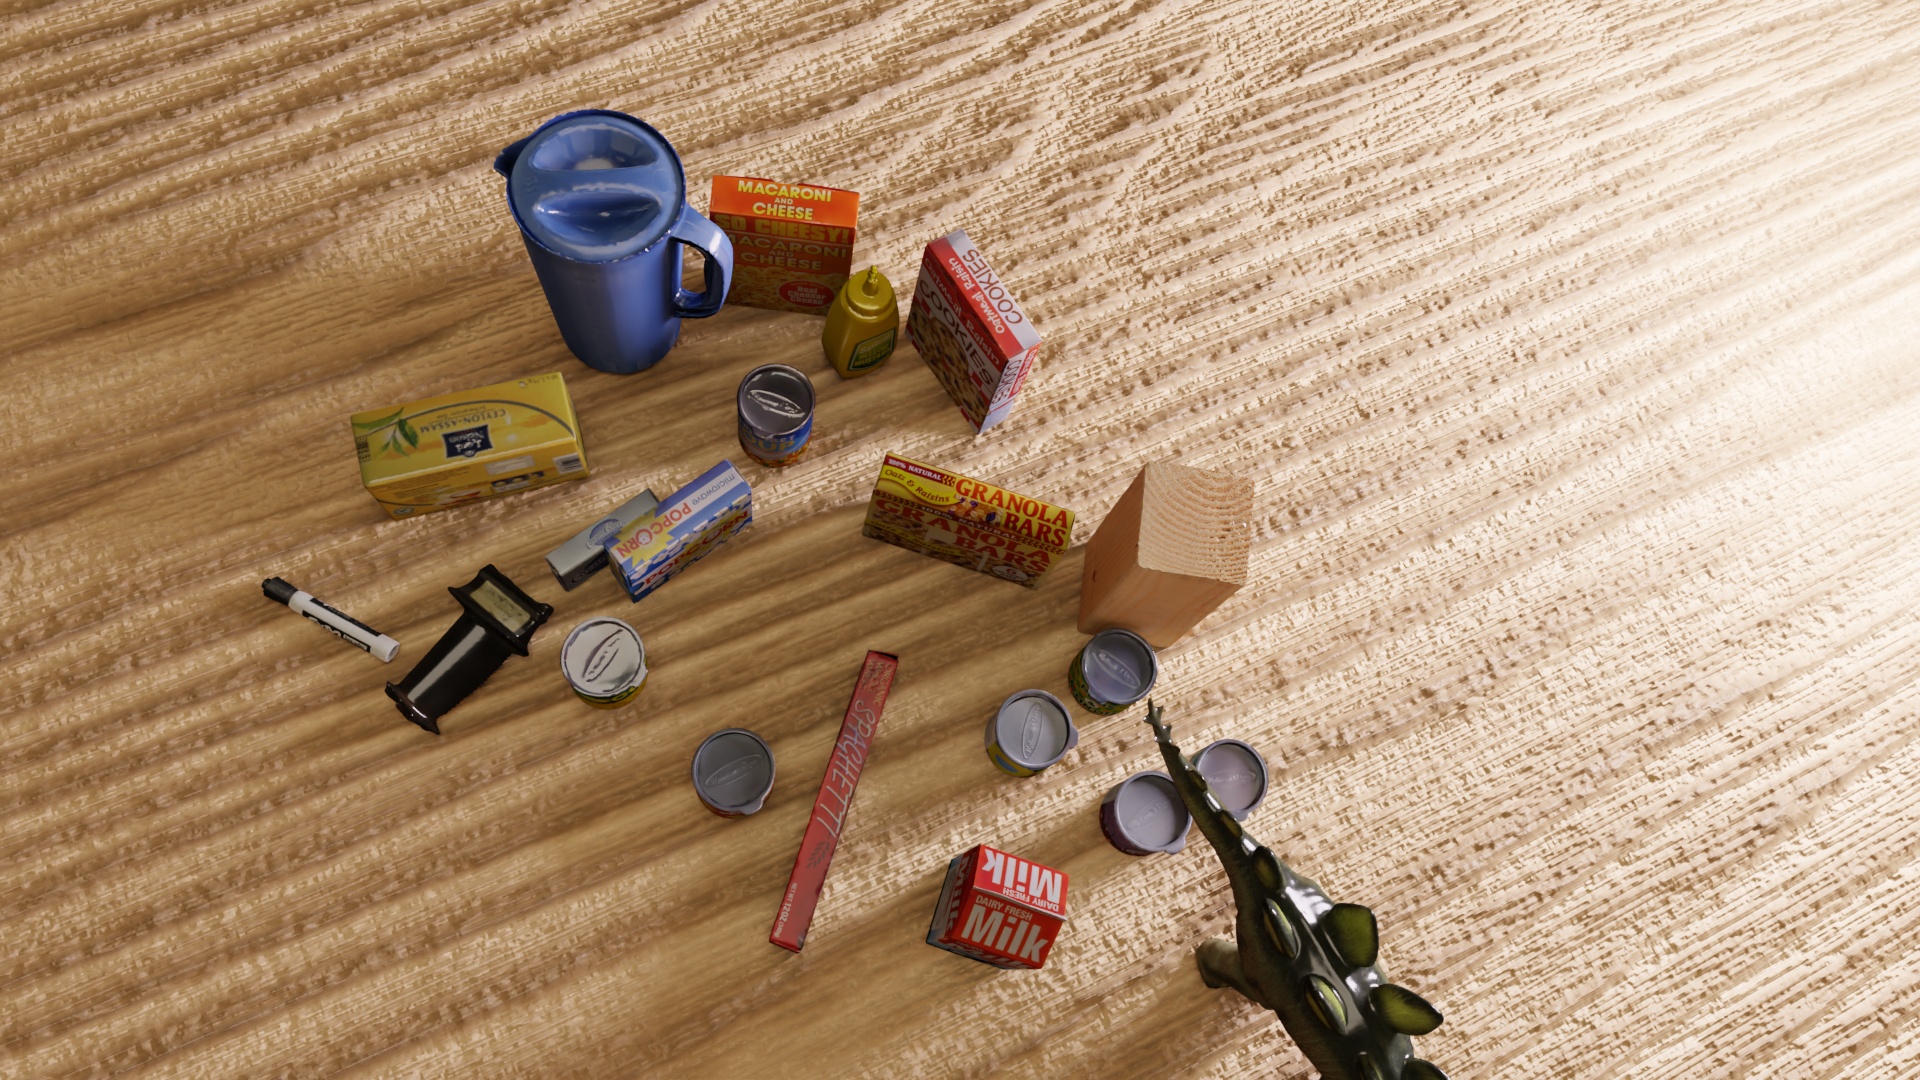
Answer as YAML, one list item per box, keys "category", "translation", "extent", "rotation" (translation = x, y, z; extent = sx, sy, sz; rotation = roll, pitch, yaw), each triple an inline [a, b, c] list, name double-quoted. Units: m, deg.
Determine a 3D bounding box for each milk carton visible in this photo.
- category: "milk carton"
  translation: [0.029, 0.281, 1.058]
  extent: [0.072, 0.190, 0.074]
  rotation: [19, 71, -2]

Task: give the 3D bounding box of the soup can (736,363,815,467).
- category: "soup can"
  translation: [-0.163, -0.105, 1.212]
  extent: [0.071, 0.083, 0.071]
  rotation: [3, 72, -8]

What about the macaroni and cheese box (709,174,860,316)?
- category: "macaroni and cheese box"
  translation: [-0.156, -0.256, 1.219]
  extent: [0.124, 0.166, 0.040]
  rotation: [5, 72, -7]

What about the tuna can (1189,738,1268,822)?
- category: "tuna can"
  translation: [0.229, 0.209, 1.197]
  extent: [0.071, 0.032, 0.071]
  rotation: [3, 72, -8]

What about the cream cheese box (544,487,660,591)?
- category: "cream cheese box"
  translation: [-0.298, 0.000, 1.172]
  extent: [0.104, 0.053, 0.024]
  rotation: [-36, 81, -18]

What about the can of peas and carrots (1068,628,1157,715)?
- category: "can of peas and carrots"
  translation: [0.129, 0.116, 1.198]
  extent: [0.071, 0.058, 0.071]
  rotation: [3, 72, -8]

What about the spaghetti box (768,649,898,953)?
- category: "spaghetti box"
  translation: [-0.102, 0.210, 1.135]
  extent: [0.029, 0.050, 0.251]
  rotation: [19, 70, -2]

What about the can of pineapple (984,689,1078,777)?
- category: "can of pineapple"
  translation: [0.058, 0.165, 1.171]
  extent: [0.071, 0.057, 0.071]
  rotation: [3, 72, -8]

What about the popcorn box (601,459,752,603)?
- category: "popcorn box"
  translation: [-0.235, -0.007, 1.168]
  extent: [0.127, 0.085, 0.038]
  rotation: [-36, 81, -18]

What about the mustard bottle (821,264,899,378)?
- category: "mustard bottle"
  translation: [-0.084, -0.195, 1.214]
  extent: [0.065, 0.159, 0.049]
  rotation: [-27, 78, -16]

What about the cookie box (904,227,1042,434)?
- category: "cookie box"
  translation: [0.007, -0.179, 1.219]
  extent: [0.040, 0.167, 0.123]
  rotation: [-32, 79, -17]

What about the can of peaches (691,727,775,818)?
- category: "can of peaches"
  translation: [-0.183, 0.192, 1.125]
  extent: [0.071, 0.058, 0.071]
  rotation: [3, 72, -8]

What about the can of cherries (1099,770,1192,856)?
- category: "can of cherries"
  translation: [0.155, 0.232, 1.164]
  extent: [0.071, 0.058, 0.071]
  rotation: [3, 72, -8]

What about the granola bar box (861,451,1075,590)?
- category: "granola bar box"
  translation: [0.004, -0.015, 1.187]
  extent: [0.166, 0.123, 0.039]
  rotation: [18, 71, -3]

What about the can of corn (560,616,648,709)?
- category: "can of corn"
  translation: [-0.288, 0.103, 1.138]
  extent: [0.071, 0.058, 0.071]
  rotation: [3, 72, -8]
